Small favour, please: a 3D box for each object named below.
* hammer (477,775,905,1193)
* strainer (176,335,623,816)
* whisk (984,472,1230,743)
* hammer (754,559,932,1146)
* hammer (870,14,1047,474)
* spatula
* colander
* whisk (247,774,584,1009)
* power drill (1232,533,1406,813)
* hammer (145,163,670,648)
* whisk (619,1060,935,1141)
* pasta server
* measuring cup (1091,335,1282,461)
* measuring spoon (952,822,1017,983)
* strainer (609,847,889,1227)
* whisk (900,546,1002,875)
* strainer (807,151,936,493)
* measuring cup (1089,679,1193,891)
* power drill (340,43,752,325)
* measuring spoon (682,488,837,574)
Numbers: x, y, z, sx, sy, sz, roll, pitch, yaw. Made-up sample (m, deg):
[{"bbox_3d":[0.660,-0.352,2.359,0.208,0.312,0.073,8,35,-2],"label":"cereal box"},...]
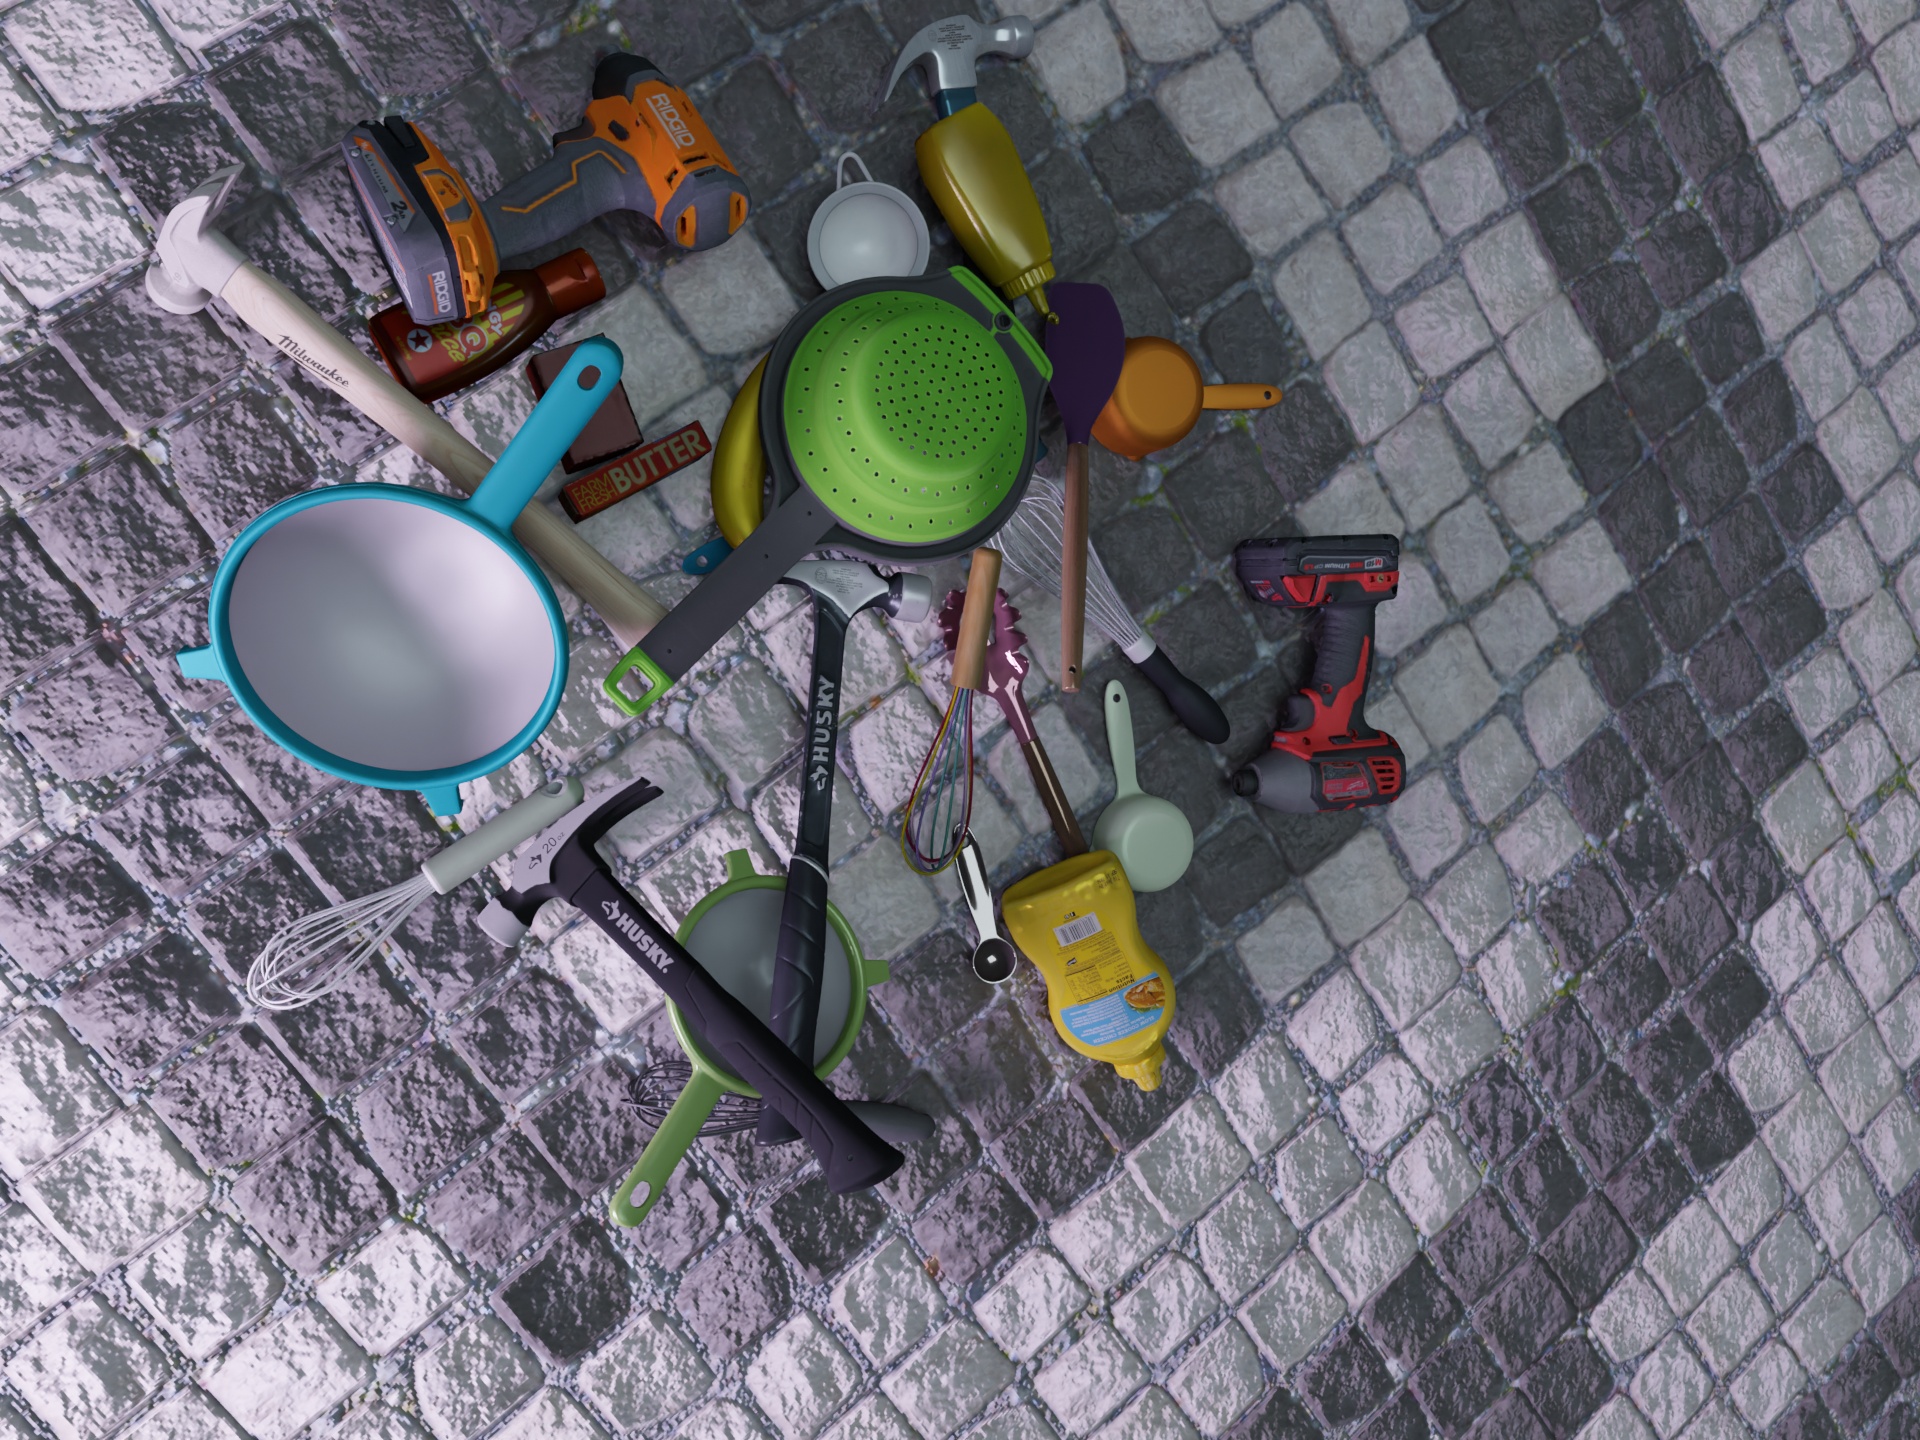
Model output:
[{"bbox_3d":[-0.160,0.174,1.013,0.335,0.035,0.146,39,85,25],"label":"hammer"},{"bbox_3d":[-0.308,-0.111,0.980,0.210,0.095,0.340,34,111,-23],"label":"strainer"},{"bbox_3d":[0.114,-0.078,1.206,0.284,0.070,0.070,45,78,-21],"label":"whisk"},{"bbox_3d":[-0.106,0.082,1.090,0.149,0.036,0.409,9,75,-19],"label":"hammer"},{"bbox_3d":[0.017,-0.345,1.168,0.128,0.033,0.331,-12,96,-20],"label":"hammer"},{"bbox_3d":[0.086,-0.174,1.147,0.060,0.018,0.316,4,76,-2],"label":"spatula"},{"bbox_3d":[-0.082,-0.153,1.050,0.204,0.094,0.397,46,75,-11],"label":"colander"},{"bbox_3d":[-0.355,0.110,1.051,0.246,0.058,0.059,-35,137,-18],"label":"whisk"},{"bbox_3d":[0.278,-0.035,1.255,0.143,0.078,0.219,-5,97,-19],"label":"power drill"},{"bbox_3d":[-0.320,-0.171,1.010,0.410,0.146,0.038,42,58,-21],"label":"hammer"},{"bbox_3d":[-0.126,0.281,1.139,0.238,0.055,0.055,13,88,-24],"label":"whisk"},{"bbox_3d":[0.063,0.040,1.198,0.060,0.040,0.316,-23,102,1],"label":"pasta server"},{"bbox_3d":[0.181,-0.251,1.220,0.173,0.052,0.095,-5,94,-17],"label":"measuring cup"},{"bbox_3d":[0.013,0.137,1.200,0.034,0.018,0.124,-14,90,-12],"label":"measuring spoon"},{"bbox_3d":[-0.169,0.226,1.083,0.151,0.069,0.256,41,61,-18],"label":"strainer"},{"bbox_3d":[-0.003,-0.004,1.147,0.047,0.051,0.245,10,100,-1],"label":"whisk"},{"bbox_3d":[-0.049,-0.274,1.145,0.087,0.050,0.258,-14,103,-1],"label":"strainer"},{"bbox_3d":[0.136,0.052,1.223,0.083,0.038,0.167,-12,98,-19],"label":"measuring cup"},{"bbox_3d":[-0.271,-0.356,1.026,0.226,0.084,0.164,-24,70,-20],"label":"power drill"},{"bbox_3d":[-0.138,-0.132,1.134,0.128,0.021,0.042,-24,89,-8],"label":"measuring spoon"}]
